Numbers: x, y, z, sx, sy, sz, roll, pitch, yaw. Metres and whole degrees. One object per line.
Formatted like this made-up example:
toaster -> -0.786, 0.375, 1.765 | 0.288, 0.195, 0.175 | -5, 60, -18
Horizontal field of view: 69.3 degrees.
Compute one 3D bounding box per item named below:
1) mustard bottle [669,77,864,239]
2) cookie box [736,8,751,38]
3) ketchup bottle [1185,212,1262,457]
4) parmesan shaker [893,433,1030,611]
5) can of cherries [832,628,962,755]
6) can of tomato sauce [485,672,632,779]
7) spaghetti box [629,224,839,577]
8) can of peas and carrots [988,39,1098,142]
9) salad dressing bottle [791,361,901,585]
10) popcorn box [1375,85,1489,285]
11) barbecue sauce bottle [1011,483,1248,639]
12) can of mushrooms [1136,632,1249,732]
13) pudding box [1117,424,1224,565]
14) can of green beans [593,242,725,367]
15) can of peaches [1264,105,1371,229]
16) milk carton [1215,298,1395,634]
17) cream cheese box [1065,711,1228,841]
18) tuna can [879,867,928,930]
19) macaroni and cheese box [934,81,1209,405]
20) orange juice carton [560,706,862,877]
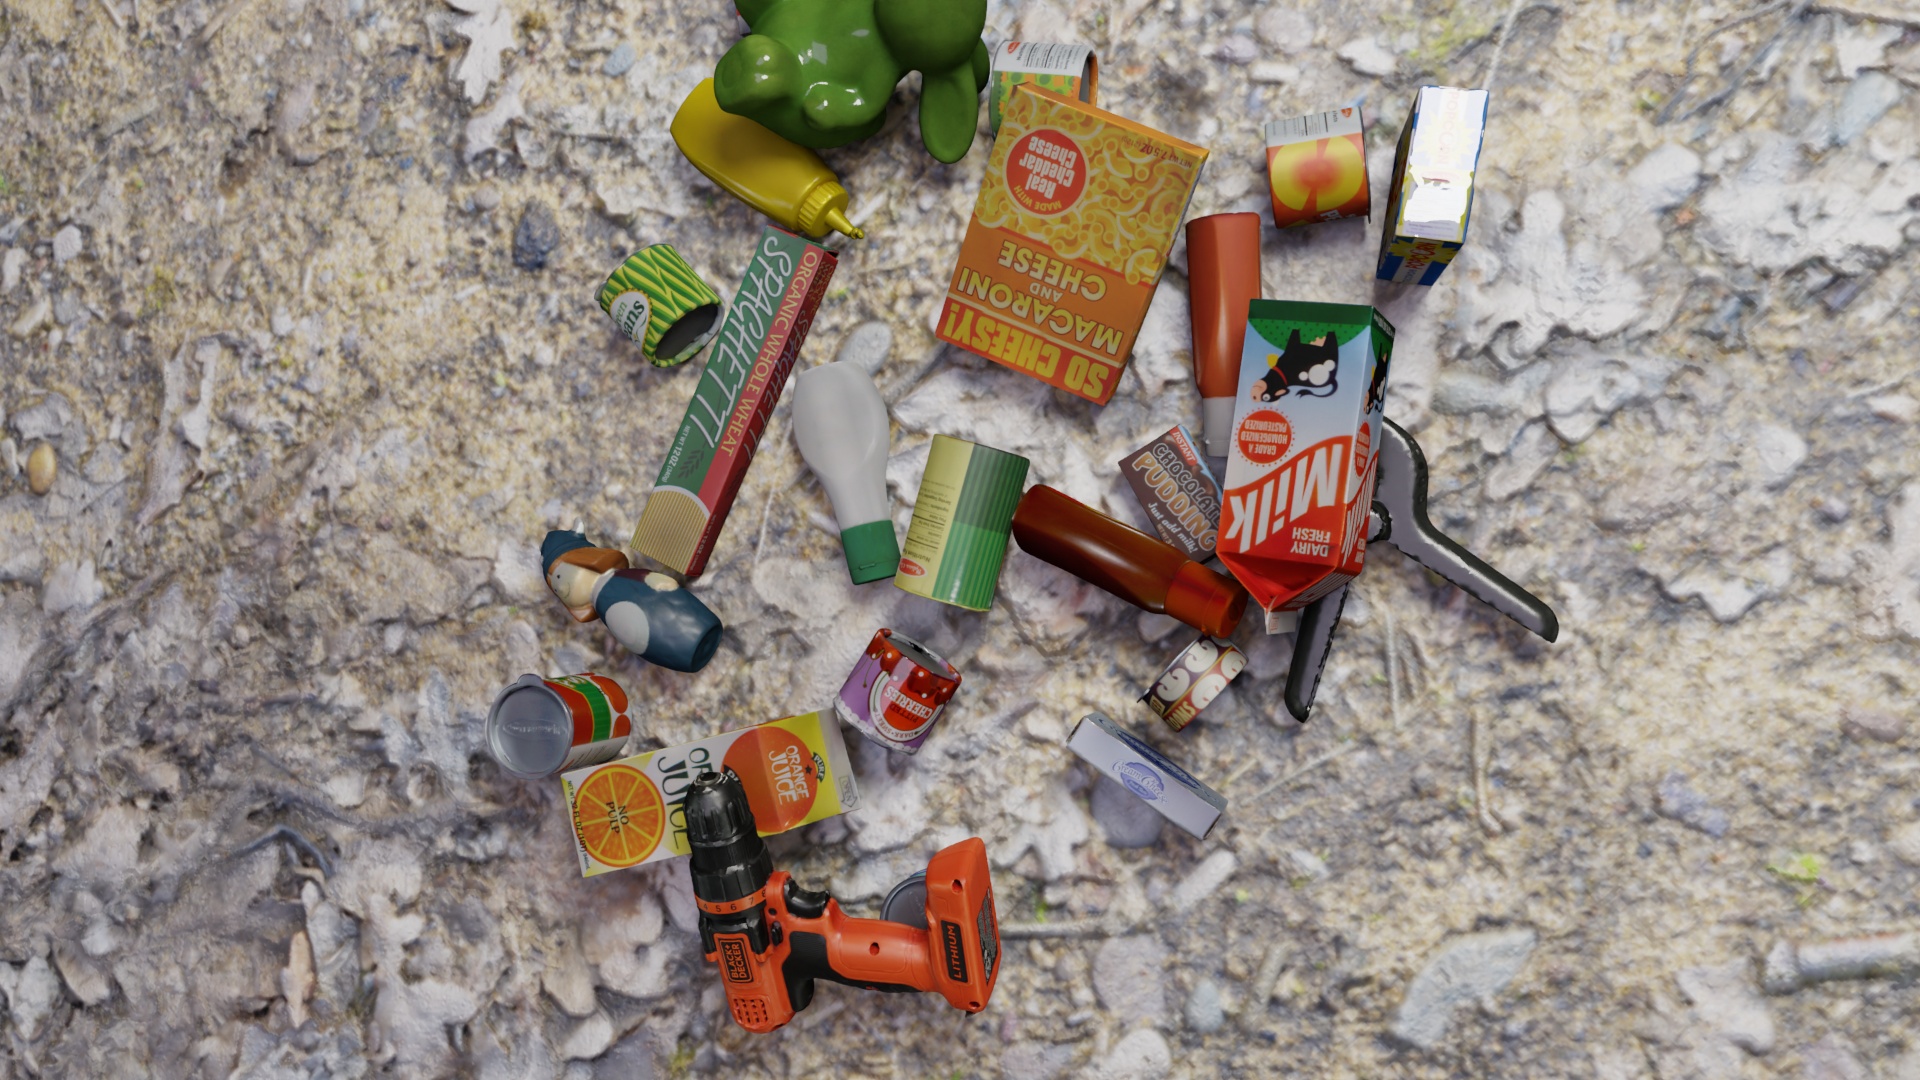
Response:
mustard bottle -> -0.126, -0.251, 0.954 | 0.160, 0.049, 0.065 | 41, 98, 12
cookie box -> -0.075, -0.418, 0.951 | 0.167, 0.040, 0.123 | -9, 86, 16
ketchup bottle -> 0.167, -0.127, 0.867 | 0.043, 0.065, 0.148 | -4, 96, -4
parmesan shaker -> 0.003, -0.011, 0.902 | 0.071, 0.071, 0.103 | 16, 92, 15
can of cherries -> -0.040, 0.099, 0.909 | 0.071, 0.071, 0.058 | 34, 97, 13
can of tomato sauce -> -0.278, 0.125, 0.966 | 0.071, 0.083, 0.071 | 0, 88, 15
spaghetti box -> -0.158, -0.097, 0.969 | 0.050, 0.029, 0.249 | 25, 95, 14
can of peas and carrots -> 0.054, -0.286, 0.900 | 0.059, 0.071, 0.071 | 8, 91, 15
salad dressing bottle -> -0.073, -0.045, 0.937 | 0.064, 0.044, 0.147 | -15, 86, 12
popcorn box -> 0.271, -0.202, 0.805 | 0.038, 0.127, 0.085 | 10, 92, 11
barbecue sauce bottle -> 0.104, 0.014, 0.859 | 0.149, 0.064, 0.044 | 27, 80, 29
can of mushrooms -> 0.144, 0.087, 0.861 | 0.033, 0.071, 0.071 | 45, 100, 10
pudding box -> 0.142, -0.026, 0.885 | 0.049, 0.030, 0.084 | -31, 81, 12
can of green beans -> -0.206, -0.162, 0.964 | 0.071, 0.071, 0.058 | -44, 79, 10
can of peaches -> 0.219, -0.226, 0.852 | 0.058, 0.071, 0.071 | -6, 87, 15
milk carton -> 0.200, -0.040, 0.813 | 0.073, 0.072, 0.190 | 8, 91, 27
cream cheese box -> 0.118, 0.147, 0.874 | 0.104, 0.053, 0.024 | 34, 95, 14
tuna can -> -0.015, 0.249, 0.917 | 0.071, 0.033, 0.071 | 0, 89, 15
macaroni and cheese box -> 0.068, -0.185, 0.873 | 0.124, 0.040, 0.165 | 24, 116, 9
orange juice carton -> -0.163, 0.168, 0.939 | 0.192, 0.073, 0.072 | -15, 85, 14
